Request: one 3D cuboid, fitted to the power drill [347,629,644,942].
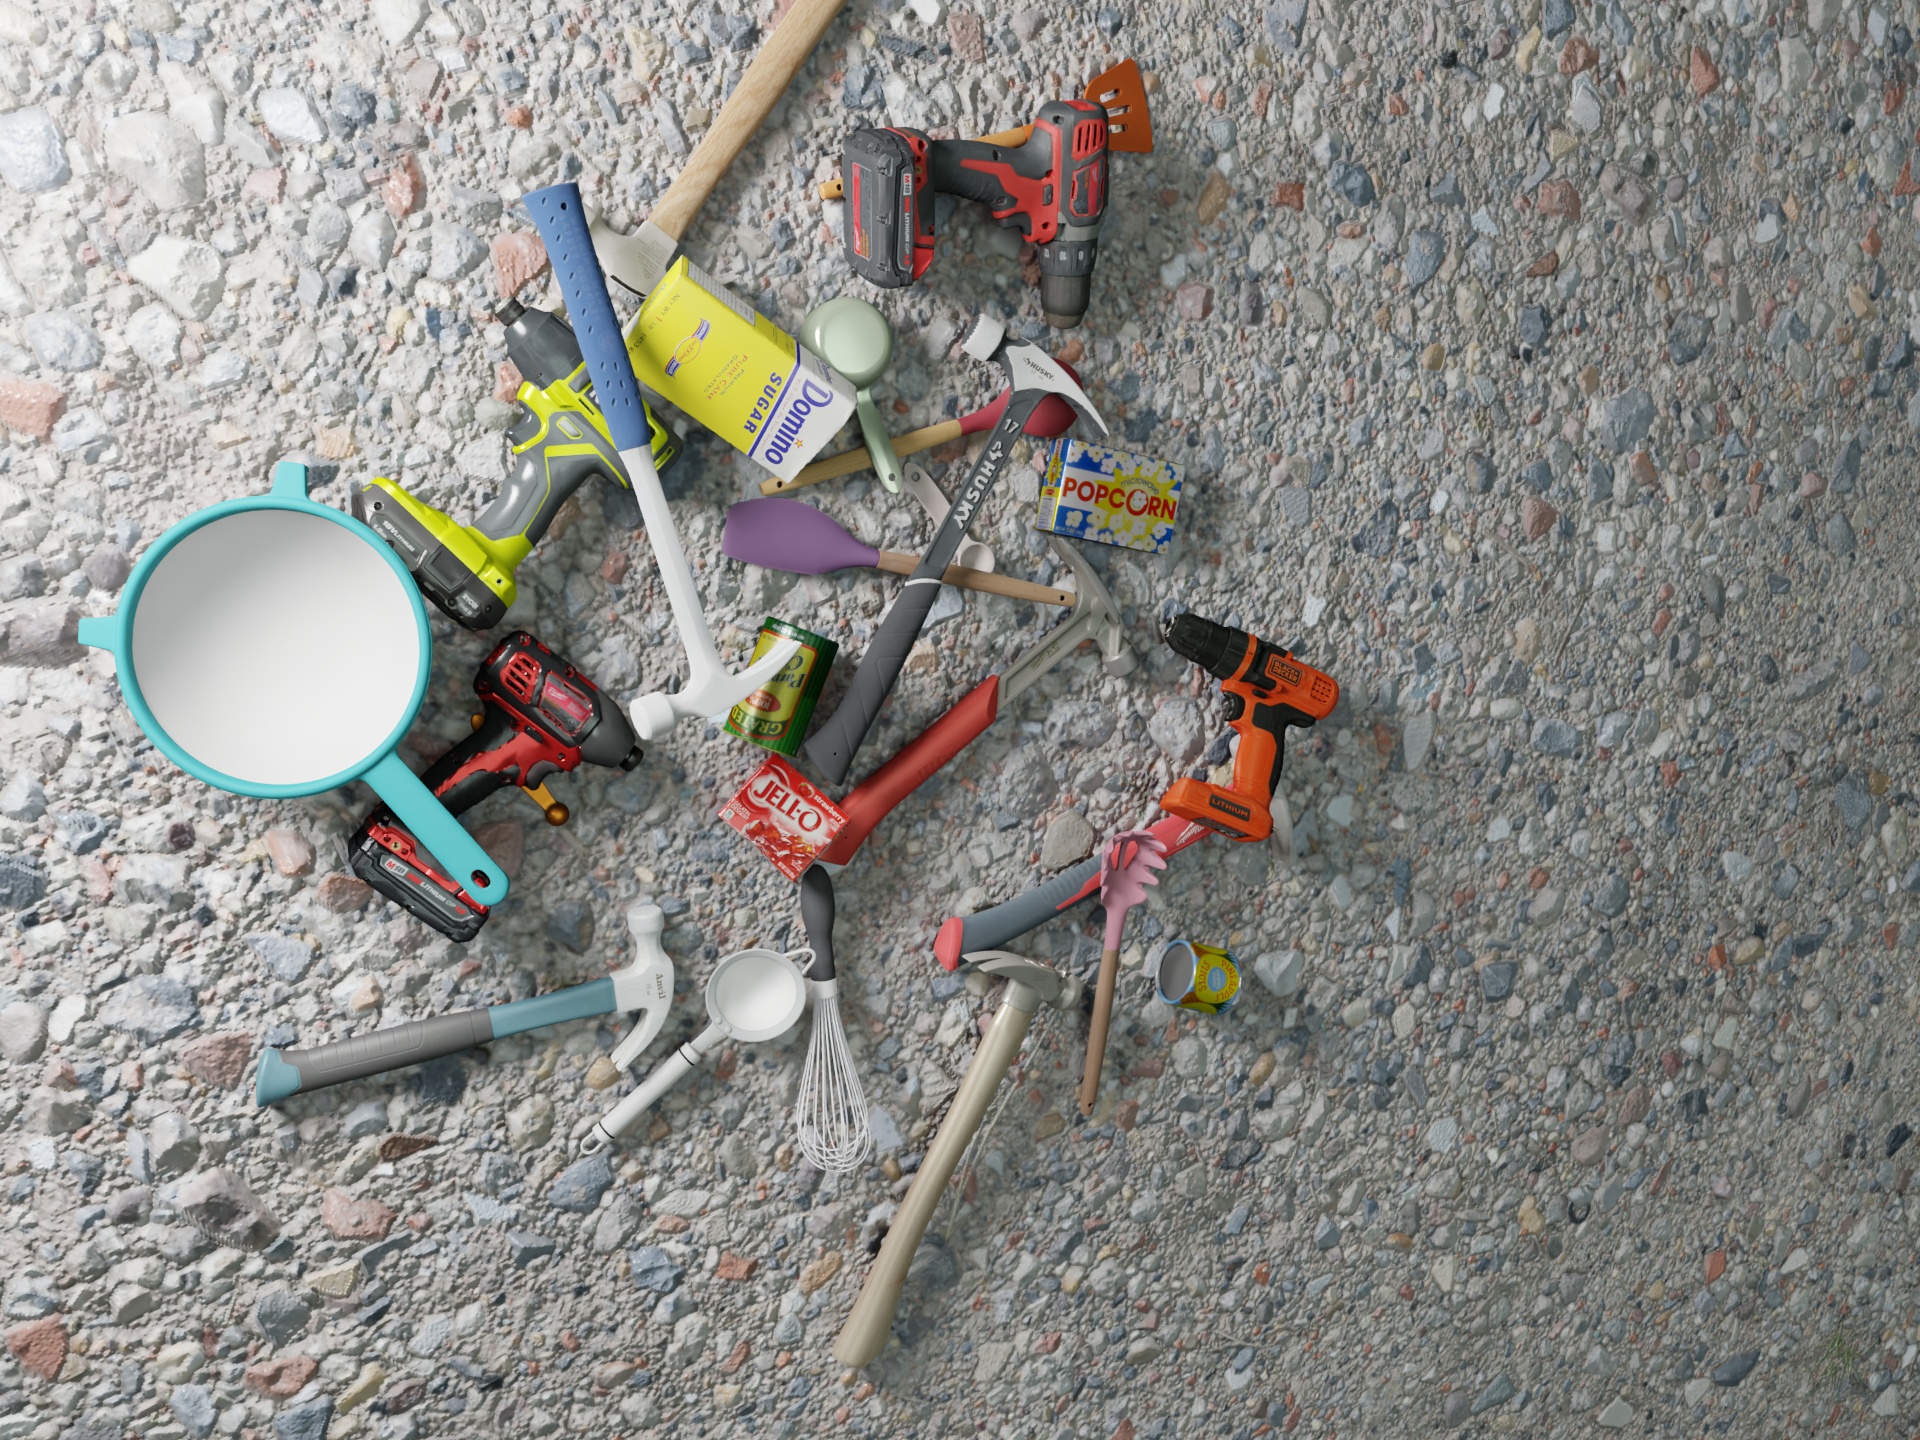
[{"bbox_3d":[-0.356,0.054,1.232,0.143,0.079,0.220,40,82,-22],"label":"power drill"}]

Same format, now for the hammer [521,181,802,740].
[{"bbox_3d":[-0.237,-0.197,1.200,0.144,0.035,0.405,-24,107,-27],"label":"hammer"}]

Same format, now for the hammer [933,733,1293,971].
[{"bbox_3d":[0.152,0.152,1.518,0.386,0.038,0.143,-26,111,-19],"label":"hammer"}]

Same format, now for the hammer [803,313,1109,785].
[{"bbox_3d":[-0.018,-0.131,1.344,0.149,0.036,0.409,29,85,-17],"label":"hammer"}]

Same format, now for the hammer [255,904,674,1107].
[{"bbox_3d":[-0.393,0.247,1.282,0.331,0.033,0.128,-11,103,-23],"label":"hammer"}]

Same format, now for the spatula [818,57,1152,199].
[{"bbox_3d":[0.028,-0.487,1.348,0.322,0.041,0.081,-21,108,-16],"label":"spatula"}]

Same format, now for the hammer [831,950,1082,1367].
[{"bbox_3d":[-0.024,0.406,1.466,0.146,0.038,0.410,25,91,-46],"label":"hammer"}]

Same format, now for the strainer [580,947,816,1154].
[{"bbox_3d":[-0.227,0.278,1.363,0.258,0.050,0.086,-42,108,-6],"label":"strainer"}]

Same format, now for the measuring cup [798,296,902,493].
[{"bbox_3d":[-0.077,-0.269,1.315,0.083,0.038,0.167,-23,98,-17],"label":"measuring cup"}]

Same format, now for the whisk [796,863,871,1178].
[{"bbox_3d":[-0.118,0.267,1.404,0.070,0.070,0.284,-7,98,-24],"label":"whisk"}]

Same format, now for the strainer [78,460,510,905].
[{"bbox_3d":[-0.441,-0.005,1.153,0.211,0.095,0.340,-40,100,-3],"label":"strainer"}]

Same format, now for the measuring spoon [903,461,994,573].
[{"bbox_3d":[-0.014,-0.175,1.394,0.034,0.018,0.124,-40,107,-14],"label":"measuring spoon"}]

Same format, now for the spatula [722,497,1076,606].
[{"bbox_3d":[-0.046,-0.135,1.362,0.315,0.018,0.060,11,92,-18],"label":"spatula"}]

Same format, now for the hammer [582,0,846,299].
[{"bbox_3d":[-0.170,-0.474,1.251,0.130,0.031,0.331,36,84,-26],"label":"hammer"}]

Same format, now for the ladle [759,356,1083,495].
[{"bbox_3d":[-0.026,-0.245,1.366,0.315,0.031,0.069,-21,103,-18],"label":"ladle"}]

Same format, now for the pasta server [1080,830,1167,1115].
[{"bbox_3d":[0.142,0.241,1.500,0.060,0.040,0.316,1,111,-15],"label":"pasta server"}]

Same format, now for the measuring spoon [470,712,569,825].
[{"bbox_3d":[-0.352,0.040,1.273,0.021,0.011,0.116,-40,113,-13],"label":"measuring spoon"}]

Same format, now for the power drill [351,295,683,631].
[{"bbox_3d":[-0.342,-0.193,1.201,0.223,0.080,0.171,-49,116,-13],"label":"power drill"}]

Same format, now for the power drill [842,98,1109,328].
[{"bbox_3d":[0.021,-0.410,1.319,0.226,0.080,0.187,-14,124,-23],"label":"power drill"}]

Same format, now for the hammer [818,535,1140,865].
[{"bbox_3d":[-0.002,-0.005,1.416,0.359,0.037,0.149,-40,113,-14],"label":"hammer"}]
